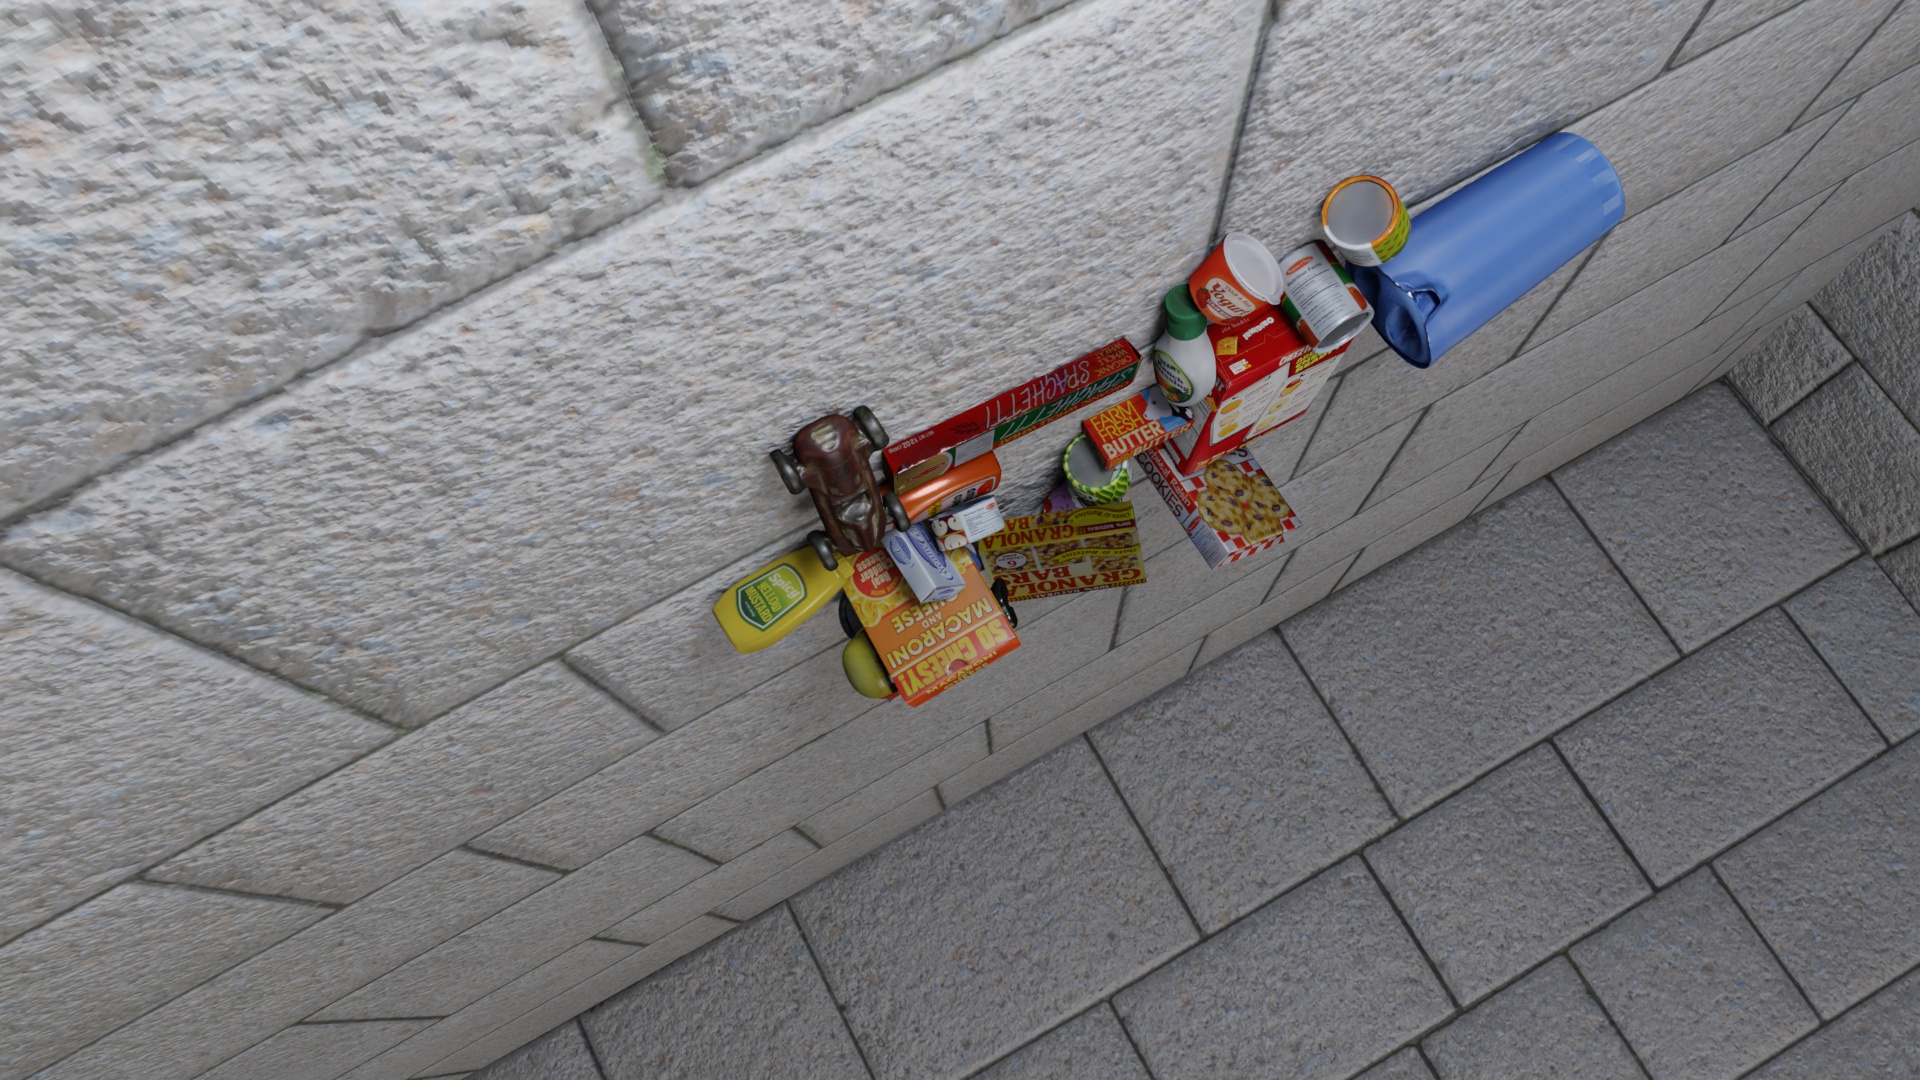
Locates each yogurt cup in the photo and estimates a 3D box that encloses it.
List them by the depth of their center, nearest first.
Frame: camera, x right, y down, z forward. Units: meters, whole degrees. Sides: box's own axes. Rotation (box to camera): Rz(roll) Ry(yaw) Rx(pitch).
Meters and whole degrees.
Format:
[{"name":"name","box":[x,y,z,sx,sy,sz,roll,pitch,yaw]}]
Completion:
[{"name":"yogurt cup","box":[0.231,-0.218,1.172,0.072,0.072,0.053,-13,164,-43]}]

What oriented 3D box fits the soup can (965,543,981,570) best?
[{"name":"soup can","box":[-0.022,0.023,1.429,0.071,0.071,0.083,-32,162,7]}]

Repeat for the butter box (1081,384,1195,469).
[{"name":"butter box","box":[0.177,-0.116,1.389,0.104,0.053,0.024,-27,160,-12]}]

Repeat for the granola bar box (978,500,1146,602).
[{"name":"granola bar box","box":[0.110,0.014,1.484,0.165,0.039,0.123,-8,150,8]}]

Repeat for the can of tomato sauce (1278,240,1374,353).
[{"name":"can of tomato sauce","box":[0.333,-0.225,1.288,0.071,0.083,0.071,-27,162,-9]}]

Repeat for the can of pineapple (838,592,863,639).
[{"name":"can of pineapple","box":[-0.085,0.073,1.474,0.070,0.071,0.058,-40,161,30]}]

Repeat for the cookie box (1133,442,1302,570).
[{"name":"cookie box","box":[0.280,-0.059,1.529,0.123,0.168,0.040,-17,156,-35]}]

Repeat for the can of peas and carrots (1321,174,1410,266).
[{"name":"can of peas and carrots","box":[0.351,-0.278,1.200,0.071,0.071,0.059,-36,161,19]}]

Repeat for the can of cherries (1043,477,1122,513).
[{"name":"can of cherries","box":[0.131,-0.042,1.503,0.072,0.071,0.058,-15,163,-40]}]

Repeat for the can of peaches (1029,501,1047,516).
[{"name":"can of peaches","box":[0.107,-0.009,1.549,0.071,0.071,0.057,-13,157,-44]}]

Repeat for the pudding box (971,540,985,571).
[{"name":"pudding box","box":[-0.004,0.026,1.535,0.084,0.030,0.049,-26,161,-13]}]

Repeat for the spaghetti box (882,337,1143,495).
[{"name":"spaghetti box","box":[0.046,-0.111,1.231,0.251,0.029,0.050,-26,163,-13]}]

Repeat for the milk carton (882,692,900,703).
[{"name":"milk carton","box":[-0.066,0.124,1.639,0.074,0.072,0.189,-18,158,-34]}]

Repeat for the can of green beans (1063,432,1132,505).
[{"name":"can of green beans","box":[0.141,-0.074,1.427,0.071,0.071,0.057,-31,162,4]}]

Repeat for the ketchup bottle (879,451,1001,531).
[{"name":"ketchup bottle","box":[-0.038,-0.041,1.266,0.149,0.043,0.064,-23,169,-20]}]

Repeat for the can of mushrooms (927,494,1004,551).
[{"name":"can of mushrooms","box":[0.005,-0.016,1.296,0.071,0.033,0.071,-21,-174,2]}]

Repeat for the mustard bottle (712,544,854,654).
[{"name":"mustard bottle","box":[-0.150,0.040,1.285,0.160,0.065,0.048,-35,168,-4]}]

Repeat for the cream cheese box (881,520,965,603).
[{"name":"cream cheese box","box":[-0.042,0.009,1.298,0.024,0.104,0.053,-43,160,27]}]

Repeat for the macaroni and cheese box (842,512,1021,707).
[{"name":"macaroni and cheese box","box":[-0.036,0.058,1.337,0.124,0.167,0.040,-31,162,3]}]

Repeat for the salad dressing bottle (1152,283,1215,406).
[{"name":"salad dressing bottle","box":[0.203,-0.176,1.258,0.044,0.064,0.147,-39,156,-10]}]
